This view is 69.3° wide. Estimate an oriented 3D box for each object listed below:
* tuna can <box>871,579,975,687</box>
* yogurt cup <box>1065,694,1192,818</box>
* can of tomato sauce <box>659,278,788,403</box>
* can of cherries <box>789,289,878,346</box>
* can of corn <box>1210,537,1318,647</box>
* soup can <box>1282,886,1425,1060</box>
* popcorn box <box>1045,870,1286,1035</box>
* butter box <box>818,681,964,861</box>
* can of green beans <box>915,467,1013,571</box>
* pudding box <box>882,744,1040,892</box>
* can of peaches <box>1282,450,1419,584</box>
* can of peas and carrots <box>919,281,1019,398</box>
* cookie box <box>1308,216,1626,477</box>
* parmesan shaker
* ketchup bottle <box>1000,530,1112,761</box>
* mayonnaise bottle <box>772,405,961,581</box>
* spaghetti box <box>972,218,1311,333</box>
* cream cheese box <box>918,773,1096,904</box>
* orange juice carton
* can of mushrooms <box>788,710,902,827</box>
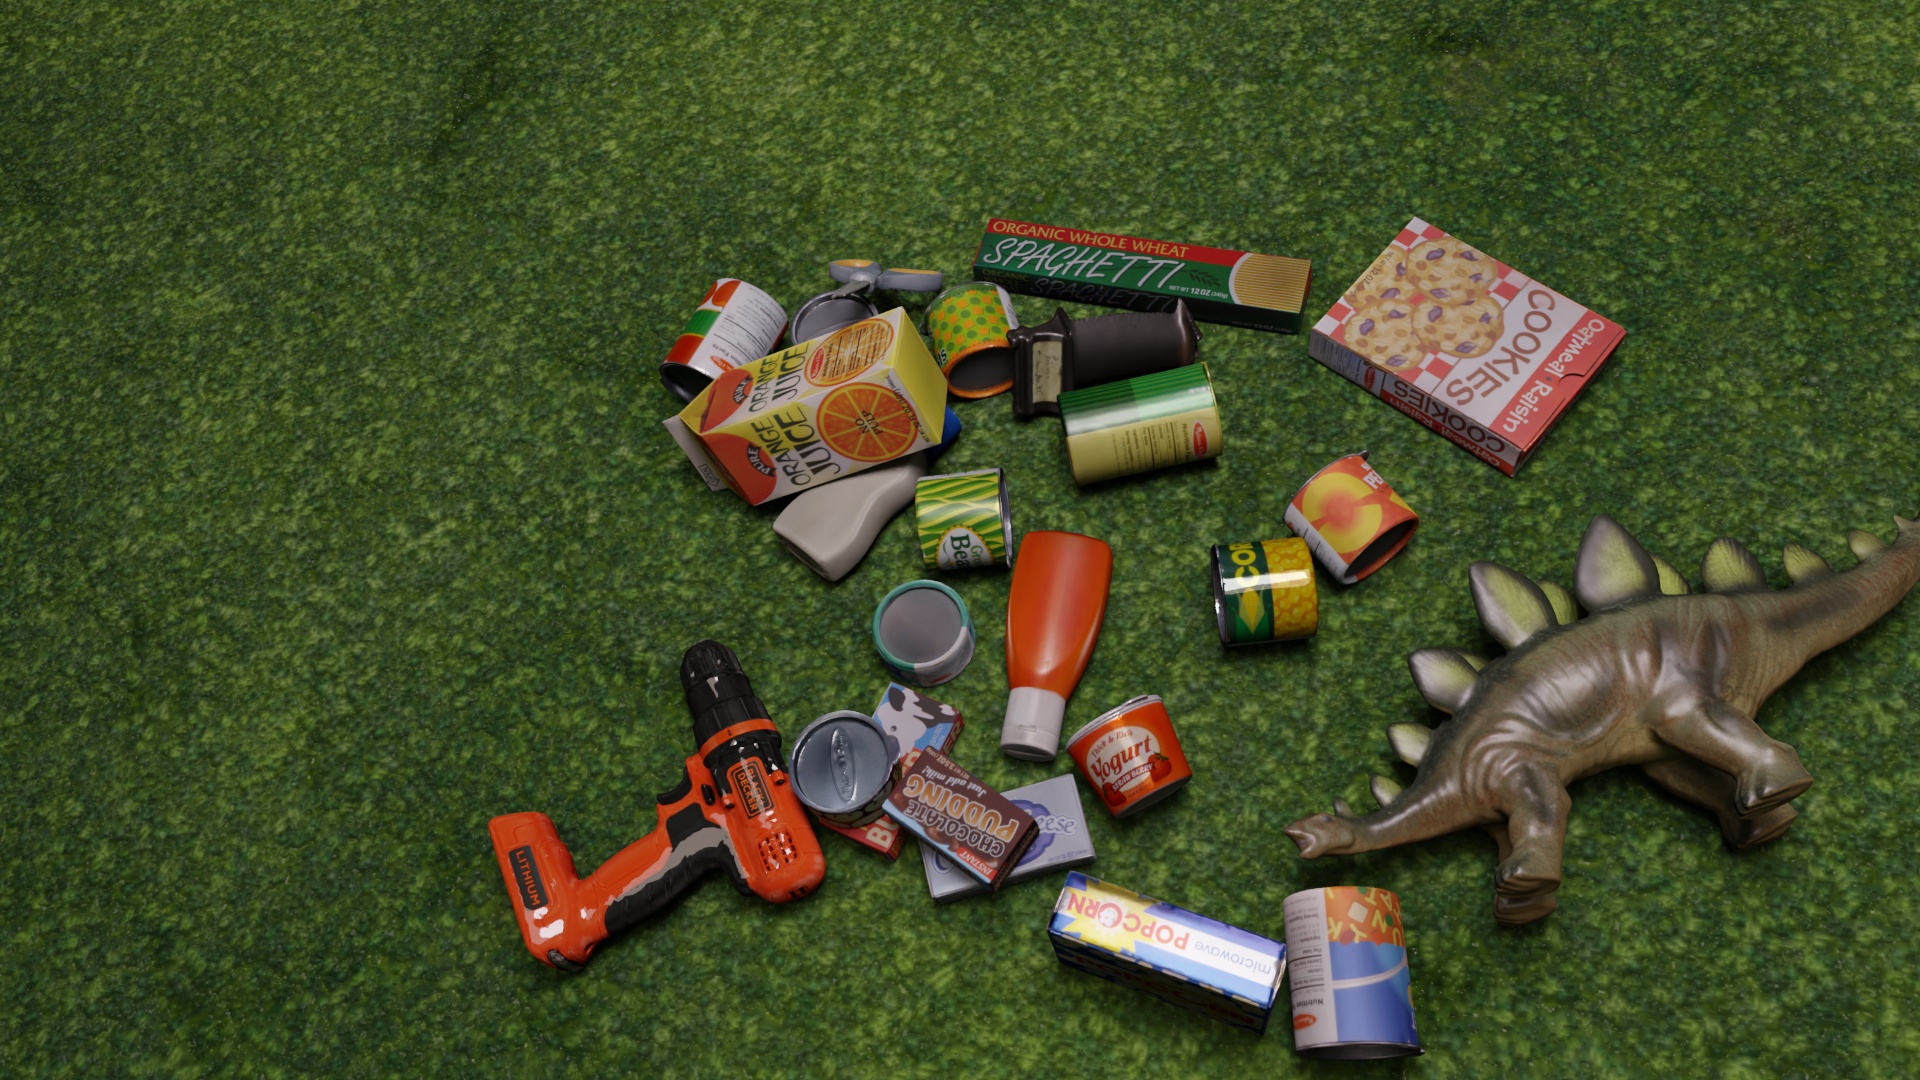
[{"bbox_3d":[-0.026,0.060,0.928,0.071,0.032,0.071,-4,63,7],"label":"tuna can"},{"bbox_3d":[0.106,0.134,0.852,0.072,0.072,0.054,-27,70,-5],"label":"yogurt cup"},{"bbox_3d":[-0.177,-0.144,1.042,0.071,0.071,0.083,19,67,18],"label":"can of tomato sauce"},{"bbox_3d":[-0.087,-0.140,1.028,0.071,0.058,0.072,-3,62,6],"label":"can of cherries"},{"bbox_3d":[0.193,0.031,0.886,0.058,0.071,0.071,-6,62,5],"label":"can of corn"},{"bbox_3d":[0.219,0.242,0.775,0.071,0.071,0.084,-3,62,8],"label":"soup can"},{"bbox_3d":[0.117,0.234,0.784,0.127,0.085,0.038,15,66,17],"label":"popcorn box"},{"bbox_3d":[-0.044,0.147,0.890,0.053,0.024,0.104,20,67,19],"label":"butter box"},{"bbox_3d":[0.003,-0.014,0.943,0.058,0.071,0.071,-7,62,7],"label":"can of green beans"},{"bbox_3d":[0.000,0.168,0.840,0.084,0.030,0.050,32,73,23],"label":"pudding box"},{"bbox_3d":[0.255,-0.015,0.901,0.071,0.071,0.058,-32,63,-8],"label":"can of peaches"},{"bbox_3d":[0.010,-0.144,1.010,0.071,0.070,0.059,-17,62,1],"label":"can of peas and carrots"},{"bbox_3d":[0.349,-0.138,0.966,0.168,0.040,0.123,37,74,24],"label":"cookie box"},{"bbox_3d":[0.122,-0.082,0.956,0.103,0.071,0.071,-12,62,4],"label":"parmesan shaker"},{"bbox_3d":[0.057,0.068,0.904,0.065,0.043,0.149,7,64,13],"label":"ketchup bottle"},{"bbox_3d":[-0.061,-0.041,0.982,0.065,0.041,0.148,34,71,32],"label":"mayonnaise bottle"},{"bbox_3d":[0.133,-0.199,1.040,0.250,0.028,0.050,11,64,14],"label":"spaghetti box"},{"bbox_3d":[0.027,0.185,0.859,0.104,0.024,0.053,-16,61,1],"label":"cream cheese box"},{"bbox_3d":[-0.111,-0.086,0.970,0.192,0.071,0.073,-17,39,20],"label":"orange juice carton"},{"bbox_3d":[-0.068,0.142,0.863,0.071,0.033,0.071,-5,61,9],"label":"can of mushrooms"}]
